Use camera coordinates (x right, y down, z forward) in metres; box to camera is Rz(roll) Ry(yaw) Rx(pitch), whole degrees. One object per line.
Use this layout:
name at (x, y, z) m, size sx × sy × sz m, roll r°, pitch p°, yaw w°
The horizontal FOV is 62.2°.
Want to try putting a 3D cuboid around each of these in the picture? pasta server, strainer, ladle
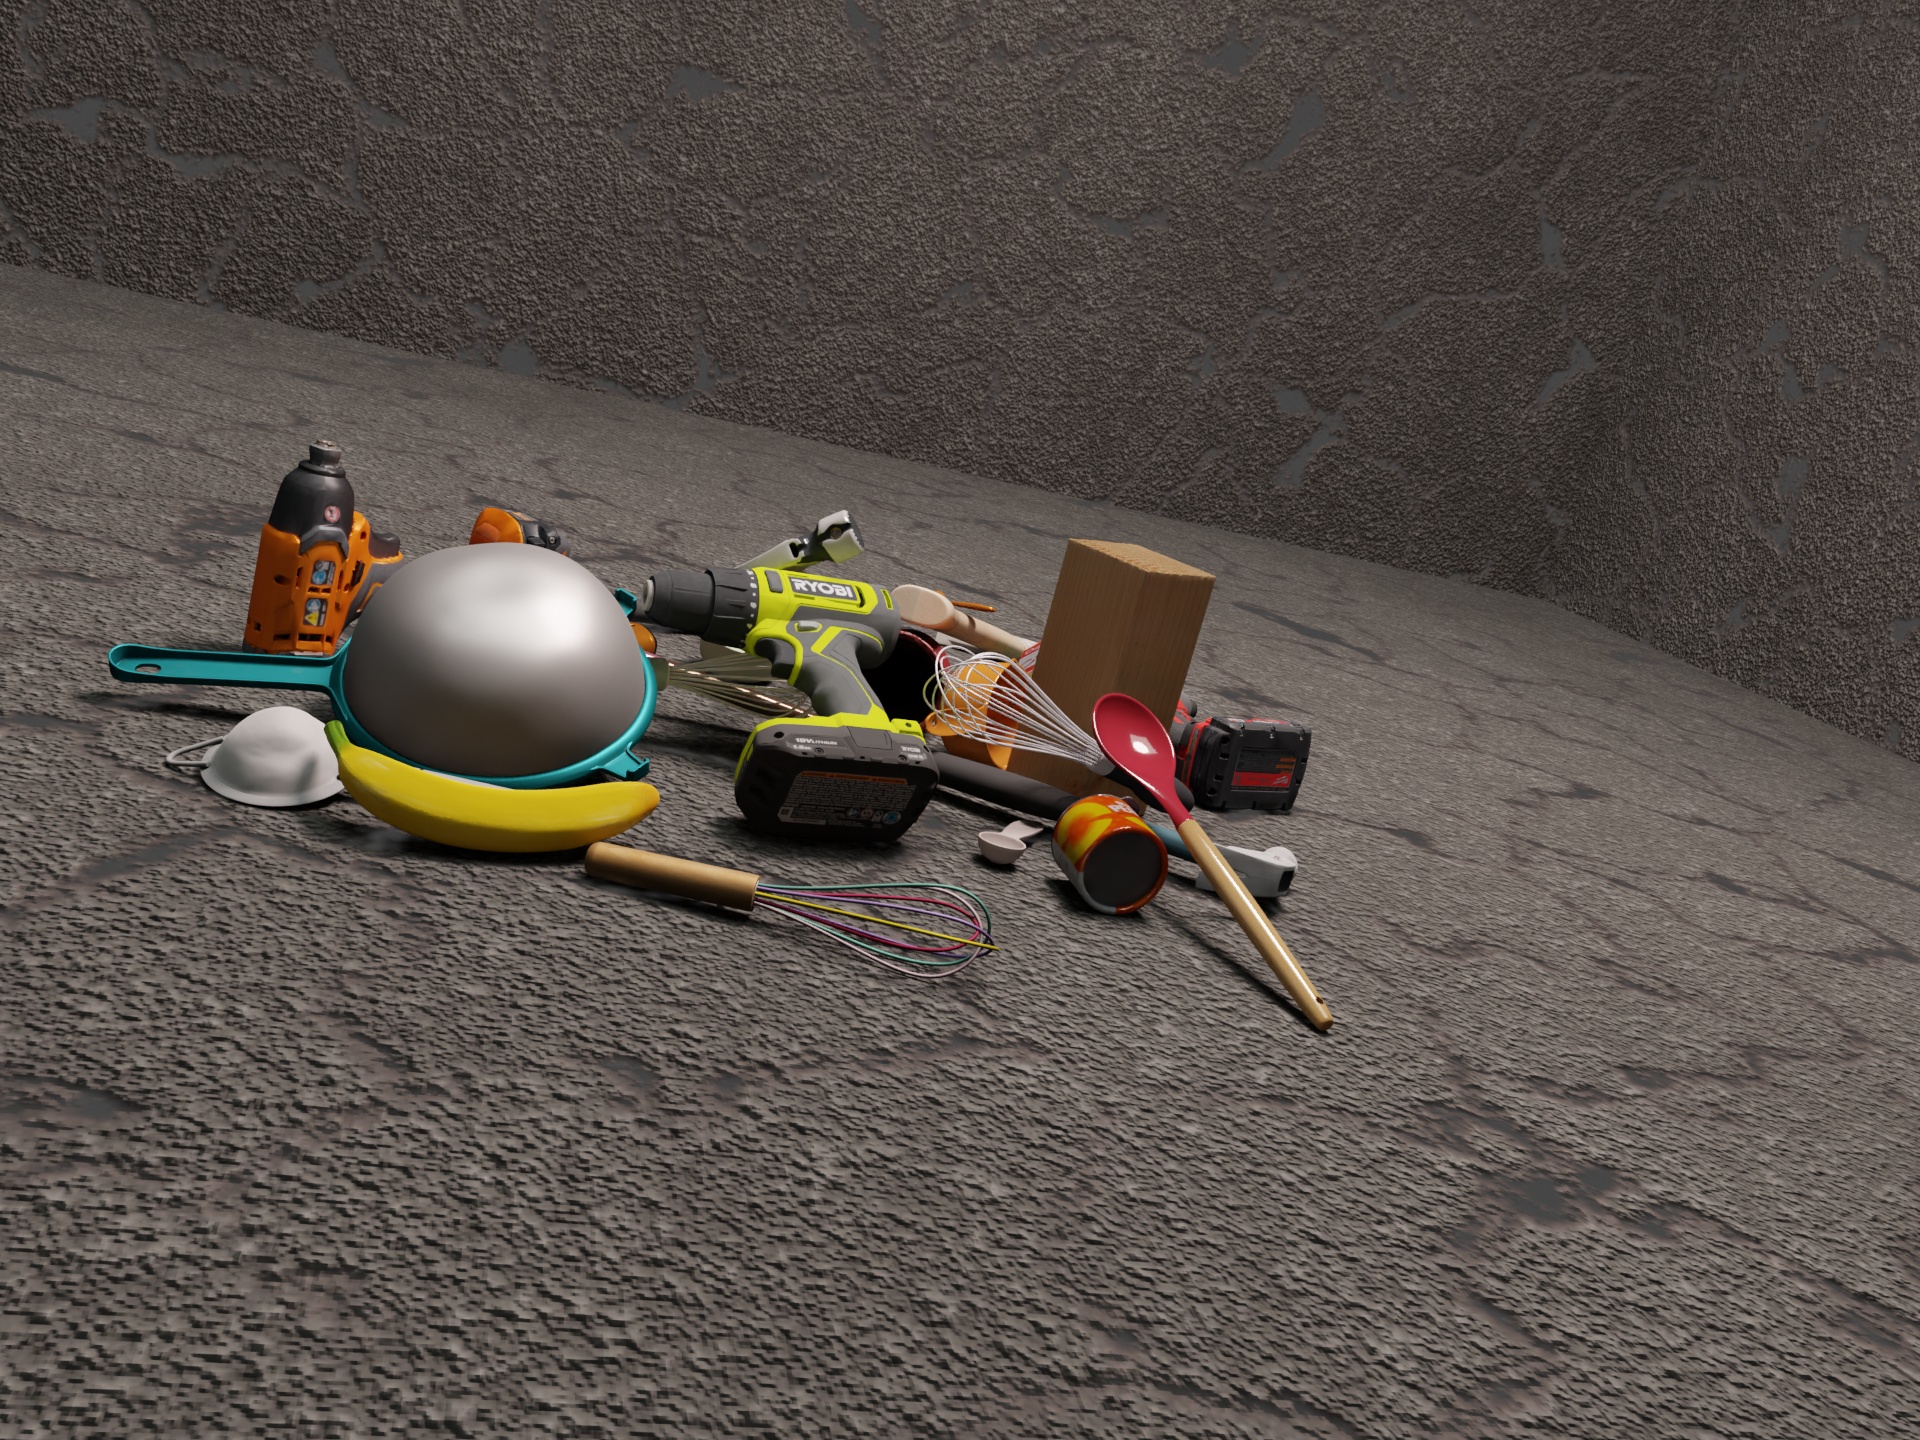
pasta server at (-0.202, -0.037, 1.237) m, size 0.316 × 0.040 × 0.060 m, roll 21°, pitch 26°, yaw -14°
strainer at (-0.364, -0.057, 1.026) m, size 0.340 × 0.095 × 0.211 m, roll 2°, pitch 41°, yaw -17°
ladle at (0.167, 0.089, 1.078) m, size 0.069 × 0.031 × 0.316 m, roll 5°, pitch 36°, yaw -30°
strainer at (-0.337, 0.033, 0.952) m, size 0.258 × 0.050 × 0.087 m, roll 14°, pitch 31°, yaw -14°

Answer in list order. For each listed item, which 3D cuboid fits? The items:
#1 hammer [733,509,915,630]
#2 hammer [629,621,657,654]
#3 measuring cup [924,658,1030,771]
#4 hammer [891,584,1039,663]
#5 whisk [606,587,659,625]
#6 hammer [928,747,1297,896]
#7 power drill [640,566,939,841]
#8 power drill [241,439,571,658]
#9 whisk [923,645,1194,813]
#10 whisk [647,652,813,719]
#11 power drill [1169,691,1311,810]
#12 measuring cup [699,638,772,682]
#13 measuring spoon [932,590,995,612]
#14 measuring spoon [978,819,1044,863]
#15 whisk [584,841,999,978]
hammer at (-0.108, -0.095, 1.397) m, size 0.149 × 0.036 × 0.408 m, roll -23°, pitch -11°, yaw 8°
hammer at (-0.302, -0.031, 1.218) m, size 0.127 × 0.034 × 0.337 m, roll 15°, pitch 15°, yaw 0°
measuring cup at (-0.002, -0.004, 1.281) m, size 0.052 × 0.095 × 0.173 m, roll 8°, pitch 7°, yaw 29°
hammer at (-0.003, -0.089, 1.517) m, size 0.146 × 0.038 × 0.410 m, roll 17°, pitch 1°, yaw 15°
whisk at (-0.303, -0.105, 1.464) m, size 0.238 × 0.055 × 0.055 m, roll 5°, pitch 17°, yaw -42°
hammer at (0.087, 0.069, 1.197) m, size 0.331 × 0.033 × 0.128 m, roll 17°, pitch 6°, yaw 15°
power drill at (-0.119, -0.026, 1.125) m, size 0.190 × 0.080 × 0.229 m, roll 6°, pitch 40°, yaw -27°
power drill at (-0.410, -0.118, 1.188) m, size 0.084 × 0.164 × 0.226 m, roll 26°, pitch 17°, yaw 38°
whisk at (0.083, 0.016, 1.187) m, size 0.284 × 0.070 × 0.070 m, roll 27°, pitch 5°, yaw -38°
whisk at (-0.211, -0.033, 1.172) m, size 0.246 × 0.058 × 0.059 m, roll 4°, pitch 9°, yaw -29°
power drill at (0.212, 0.010, 1.470) m, size 0.143 × 0.078 × 0.220 m, roll 3°, pitch 16°, yaw -34°
measuring cup at (-0.188, -0.083, 1.444) m, size 0.083 × 0.038 × 0.168 m, roll 18°, pitch 27°, yaw -2°
measuring spoon at (0.002, -0.112, 1.495) m, size 0.021 × 0.011 × 0.117 m, roll 15°, pitch 1°, yaw -31°
measuring spoon at (0.040, 0.088, 1.154) m, size 0.034 × 0.018 × 0.124 m, roll 17°, pitch 9°, yaw 15°
whisk at (-0.097, 0.103, 0.915) m, size 0.245 × 0.051 × 0.047 m, roll 12°, pitch 21°, yaw 3°
